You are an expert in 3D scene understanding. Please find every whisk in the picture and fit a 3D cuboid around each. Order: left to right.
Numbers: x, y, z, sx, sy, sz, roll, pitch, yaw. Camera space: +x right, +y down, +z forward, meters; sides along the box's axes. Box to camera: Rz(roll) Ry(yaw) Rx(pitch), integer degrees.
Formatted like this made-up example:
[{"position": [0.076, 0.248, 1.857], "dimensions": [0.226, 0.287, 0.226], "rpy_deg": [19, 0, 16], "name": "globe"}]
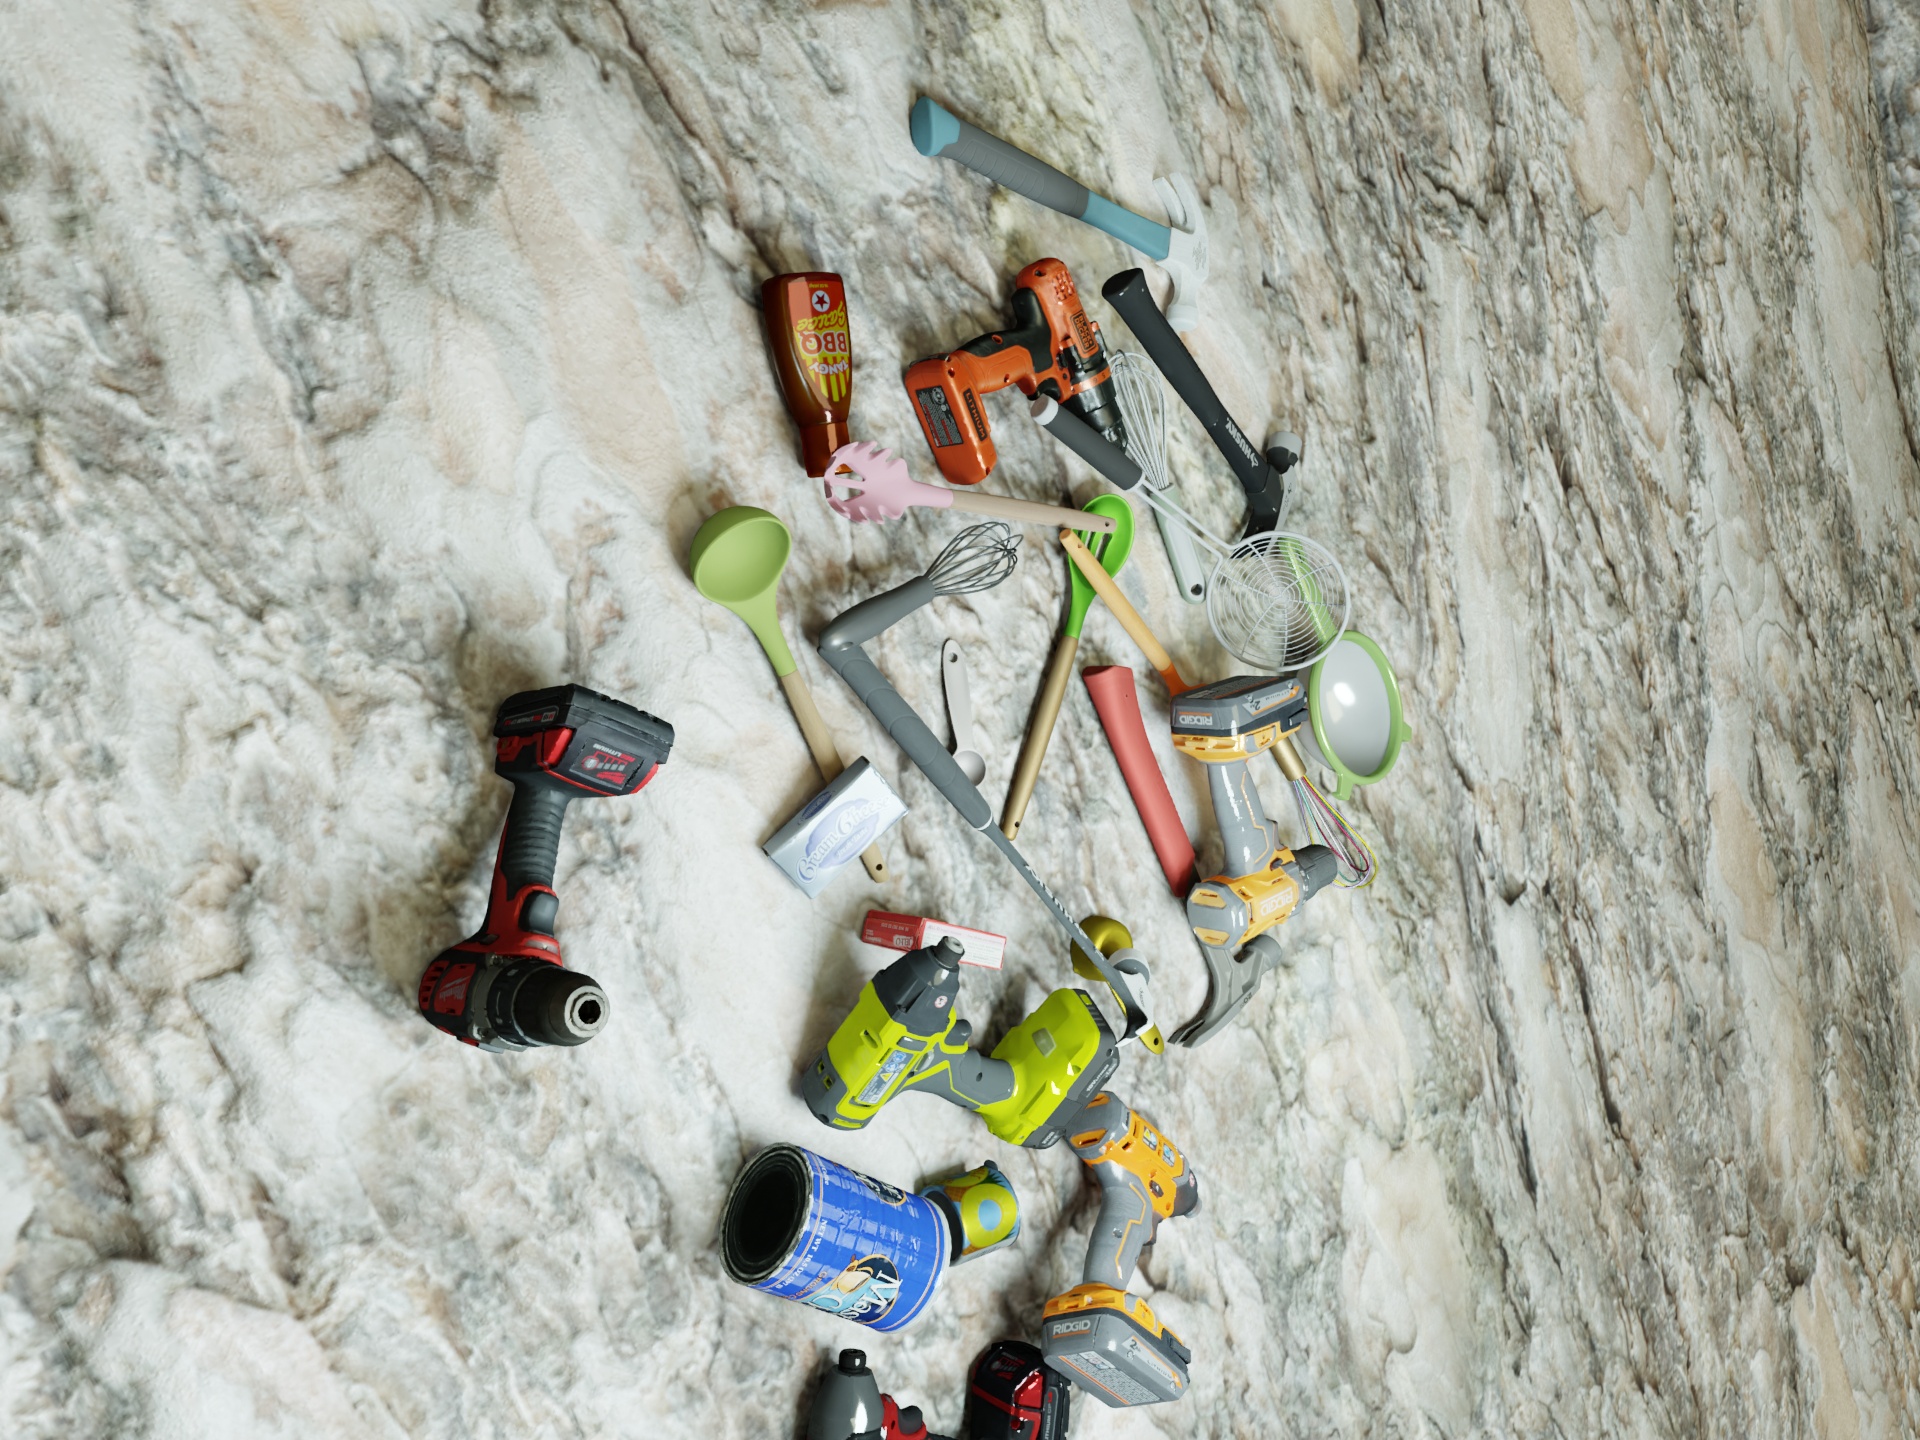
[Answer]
[{"position": [-0.027, -0.102, 1.236], "dimensions": [0.239, 0.055, 0.055], "rpy_deg": [-33, 110, -44], "name": "whisk"}, {"position": [0.178, -0.214, 1.422], "dimensions": [0.058, 0.059, 0.246], "rpy_deg": [-23, 111, -3], "name": "whisk"}, {"position": [0.342, 0.068, 1.551], "dimensions": [0.051, 0.047, 0.244], "rpy_deg": [-44, 112, -28], "name": "whisk"}]

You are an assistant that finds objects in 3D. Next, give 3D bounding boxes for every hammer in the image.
[{"position": [0.026, 0.091, 1.246], "dimensions": [0.036, 0.149, 0.408], "rpy_deg": [-37, 103, 11], "name": "hammer"}, {"position": [0.094, -0.447, 1.363], "dimensions": [0.330, 0.033, 0.128], "rpy_deg": [13, 83, -37], "name": "hammer"}, {"position": [0.183, 0.114, 1.430], "dimensions": [0.149, 0.037, 0.358], "rpy_deg": [-37, 112, -32], "name": "hammer"}, {"position": [0.214, -0.276, 1.405], "dimensions": [0.334, 0.035, 0.146], "rpy_deg": [41, 59, -45], "name": "hammer"}]

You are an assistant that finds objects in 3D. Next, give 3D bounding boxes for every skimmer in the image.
[{"position": [0.197, -0.161, 1.360], "dimensions": [0.363, 0.090, 0.127], "rpy_deg": [30, 114, -37], "name": "skimmer"}]

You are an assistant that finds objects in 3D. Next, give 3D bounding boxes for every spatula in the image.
[{"position": [0.176, -0.063, 1.403], "dimensions": [0.322, 0.041, 0.081], "rpy_deg": [47, 64, -40], "name": "spatula"}]

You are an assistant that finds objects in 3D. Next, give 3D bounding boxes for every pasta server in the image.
[{"position": [0.015, -0.171, 1.253], "dimensions": [0.316, 0.040, 0.060], "rpy_deg": [3, 95, -41], "name": "pasta server"}]

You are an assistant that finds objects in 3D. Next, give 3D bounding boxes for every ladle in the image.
[{"position": [-0.114, -0.011, 1.184], "dimensions": [0.078, 0.062, 0.320], "rpy_deg": [-29, 111, -16], "name": "ladle"}]

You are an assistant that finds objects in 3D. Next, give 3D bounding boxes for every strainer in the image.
[{"position": [0.341, -0.056, 1.537], "dimensions": [0.151, 0.069, 0.256], "rpy_deg": [-33, 104, -41], "name": "strainer"}]

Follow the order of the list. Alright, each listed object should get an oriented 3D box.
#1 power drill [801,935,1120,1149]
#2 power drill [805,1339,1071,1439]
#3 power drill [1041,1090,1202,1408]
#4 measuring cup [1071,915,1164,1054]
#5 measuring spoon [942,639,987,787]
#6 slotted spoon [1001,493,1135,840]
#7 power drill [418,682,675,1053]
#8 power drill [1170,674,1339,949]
[{"position": [0.010, 0.251, 1.228], "dimensions": [0.223, 0.080, 0.171], "rpy_deg": [22, 113, -38], "name": "power drill"}, {"position": [-0.022, 0.555, 1.243], "dimensions": [0.219, 0.078, 0.143], "rpy_deg": [7, 85, -35], "name": "power drill"}, {"position": [0.147, 0.447, 1.334], "dimensions": [0.164, 0.084, 0.227], "rpy_deg": [44, 39, -29], "name": "power drill"}, {"position": [0.151, 0.239, 1.406], "dimensions": [0.062, 0.029, 0.156], "rpy_deg": [-45, 114, -29], "name": "measuring cup"}, {"position": [-0.002, -0.004, 1.300], "dimensions": [0.034, 0.018, 0.124], "rpy_deg": [-6, 87, -21], "name": "measuring spoon"}, {"position": [0.085, -0.047, 1.359], "dimensions": [0.070, 0.031, 0.314], "rpy_deg": [26, 76, -35], "name": "slotted spoon"}, {"position": [-0.253, 0.096, 0.993], "dimensions": [0.080, 0.188, 0.227], "rpy_deg": [25, 70, -36], "name": "power drill"}, {"position": [0.273, 0.075, 1.433], "dimensions": [0.185, 0.084, 0.226], "rpy_deg": [-16, 103, -41], "name": "power drill"}]
